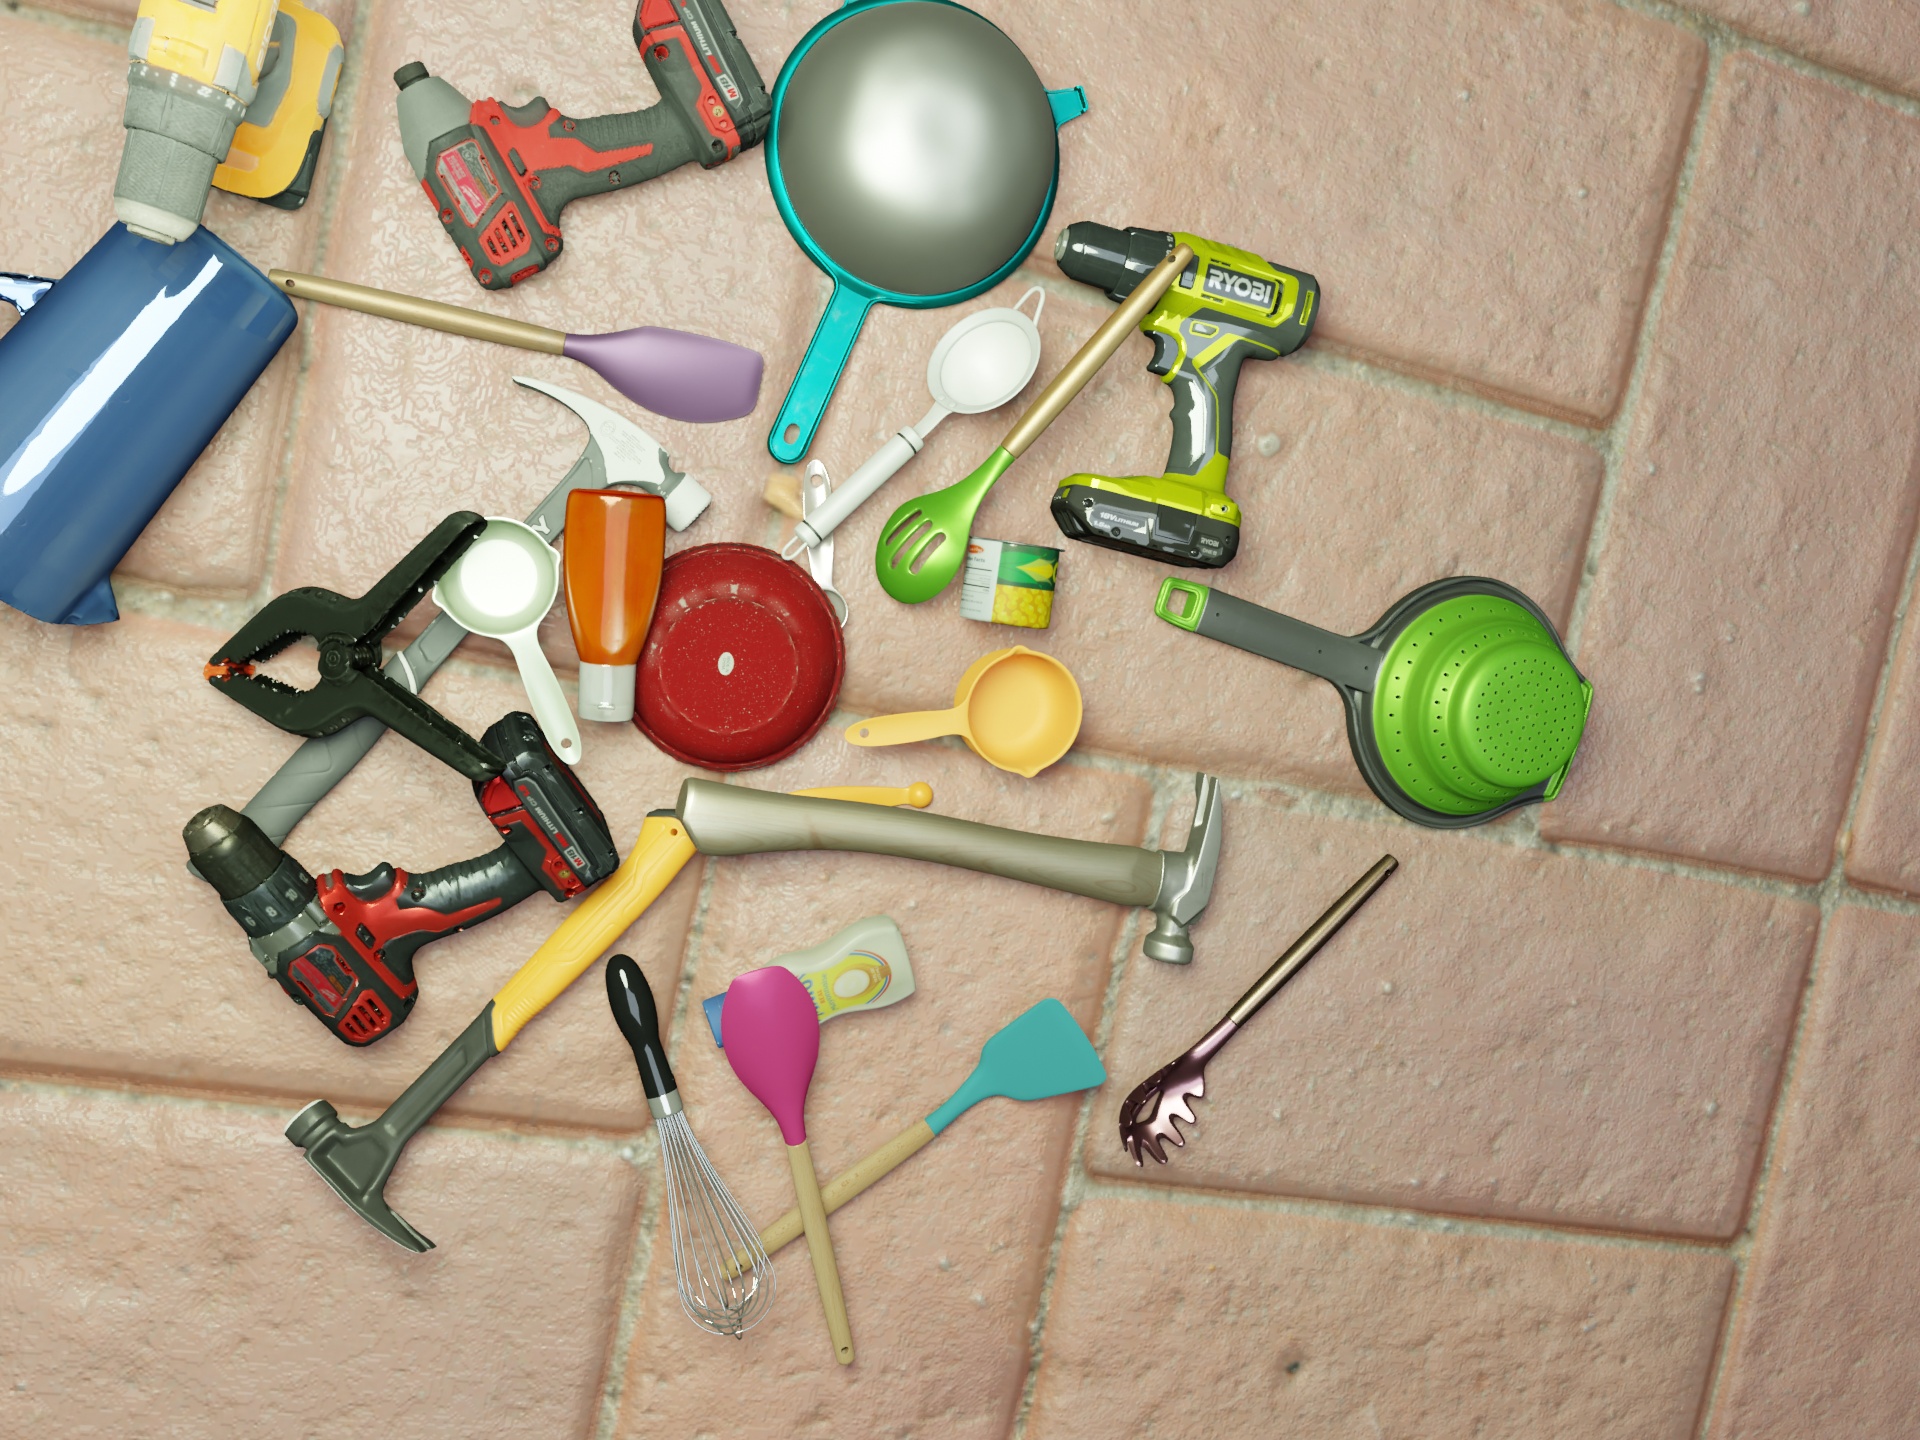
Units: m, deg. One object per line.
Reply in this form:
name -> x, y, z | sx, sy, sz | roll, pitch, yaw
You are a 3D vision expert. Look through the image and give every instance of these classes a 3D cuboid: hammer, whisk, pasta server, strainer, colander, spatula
hammer -> -0.293, 0.196, 1.079 | 0.127, 0.034, 0.337 | 41, 81, 9
whisk -> -0.198, 0.299, 1.119 | 0.070, 0.070, 0.284 | -18, 92, -13
pasta server -> 0.236, 0.220, 1.245 | 0.316, 0.040, 0.060 | -43, 118, -8
strainer -> -0.029, -0.200, 1.107 | 0.258, 0.087, 0.050 | -44, 145, -6
hammer -> 0.002, 0.080, 1.144 | 0.410, 0.038, 0.146 | 11, 93, -22
hammer -> -0.354, -0.049, 1.046 | 0.149, 0.036, 0.409 | 43, 85, -15
colander -> 0.337, -0.032, 1.210 | 0.397, 0.094, 0.204 | 18, 92, -17
spatula -> -0.042, 0.319, 1.176 | 0.317, 0.044, 0.082 | -34, 105, -8
spatula -> -0.287, -0.251, 1.047 | 0.315, 0.018, 0.059 | 10, 105, -17
strainer -> -0.046, -0.330, 1.064 | 0.211, 0.095, 0.340 | 24, 89, -17

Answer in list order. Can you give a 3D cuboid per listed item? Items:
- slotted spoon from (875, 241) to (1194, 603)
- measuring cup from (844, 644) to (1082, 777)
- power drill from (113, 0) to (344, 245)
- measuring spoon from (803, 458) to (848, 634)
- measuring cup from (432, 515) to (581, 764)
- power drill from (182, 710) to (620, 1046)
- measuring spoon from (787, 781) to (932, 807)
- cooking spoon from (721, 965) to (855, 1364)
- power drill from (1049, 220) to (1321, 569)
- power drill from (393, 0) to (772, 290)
slotted spoon -> 0.049, -0.206, 1.096 | 0.314, 0.031, 0.070 | -47, 66, 8
measuring cup -> -0.002, -0.004, 1.143 | 0.173, 0.052, 0.095 | -8, 99, -13
power drill -> -0.412, -0.347, 0.891 | 0.084, 0.226, 0.185 | 15, 93, -17
measuring spoon -> -0.099, -0.121, 1.121 | 0.034, 0.018, 0.124 | -3, 91, -8
measuring cup -> -0.281, -0.051, 1.028 | 0.083, 0.038, 0.167 | -22, 103, -10
power drill -> -0.358, 0.087, 1.026 | 0.226, 0.080, 0.187 | -33, 119, -6
measuring spoon -> -0.076, 0.058, 1.149 | 0.117, 0.011, 0.021 | -3, 98, -15
cooking spoon -> -0.112, 0.324, 1.141 | 0.068, 0.017, 0.318 | -14, 105, -13
power drill -> 0.141, -0.236, 1.140 | 0.190, 0.080, 0.228 | 13, 91, -12
power drill -> -0.244, -0.386, 1.015 | 0.219, 0.078, 0.143 | -31, 104, -7
